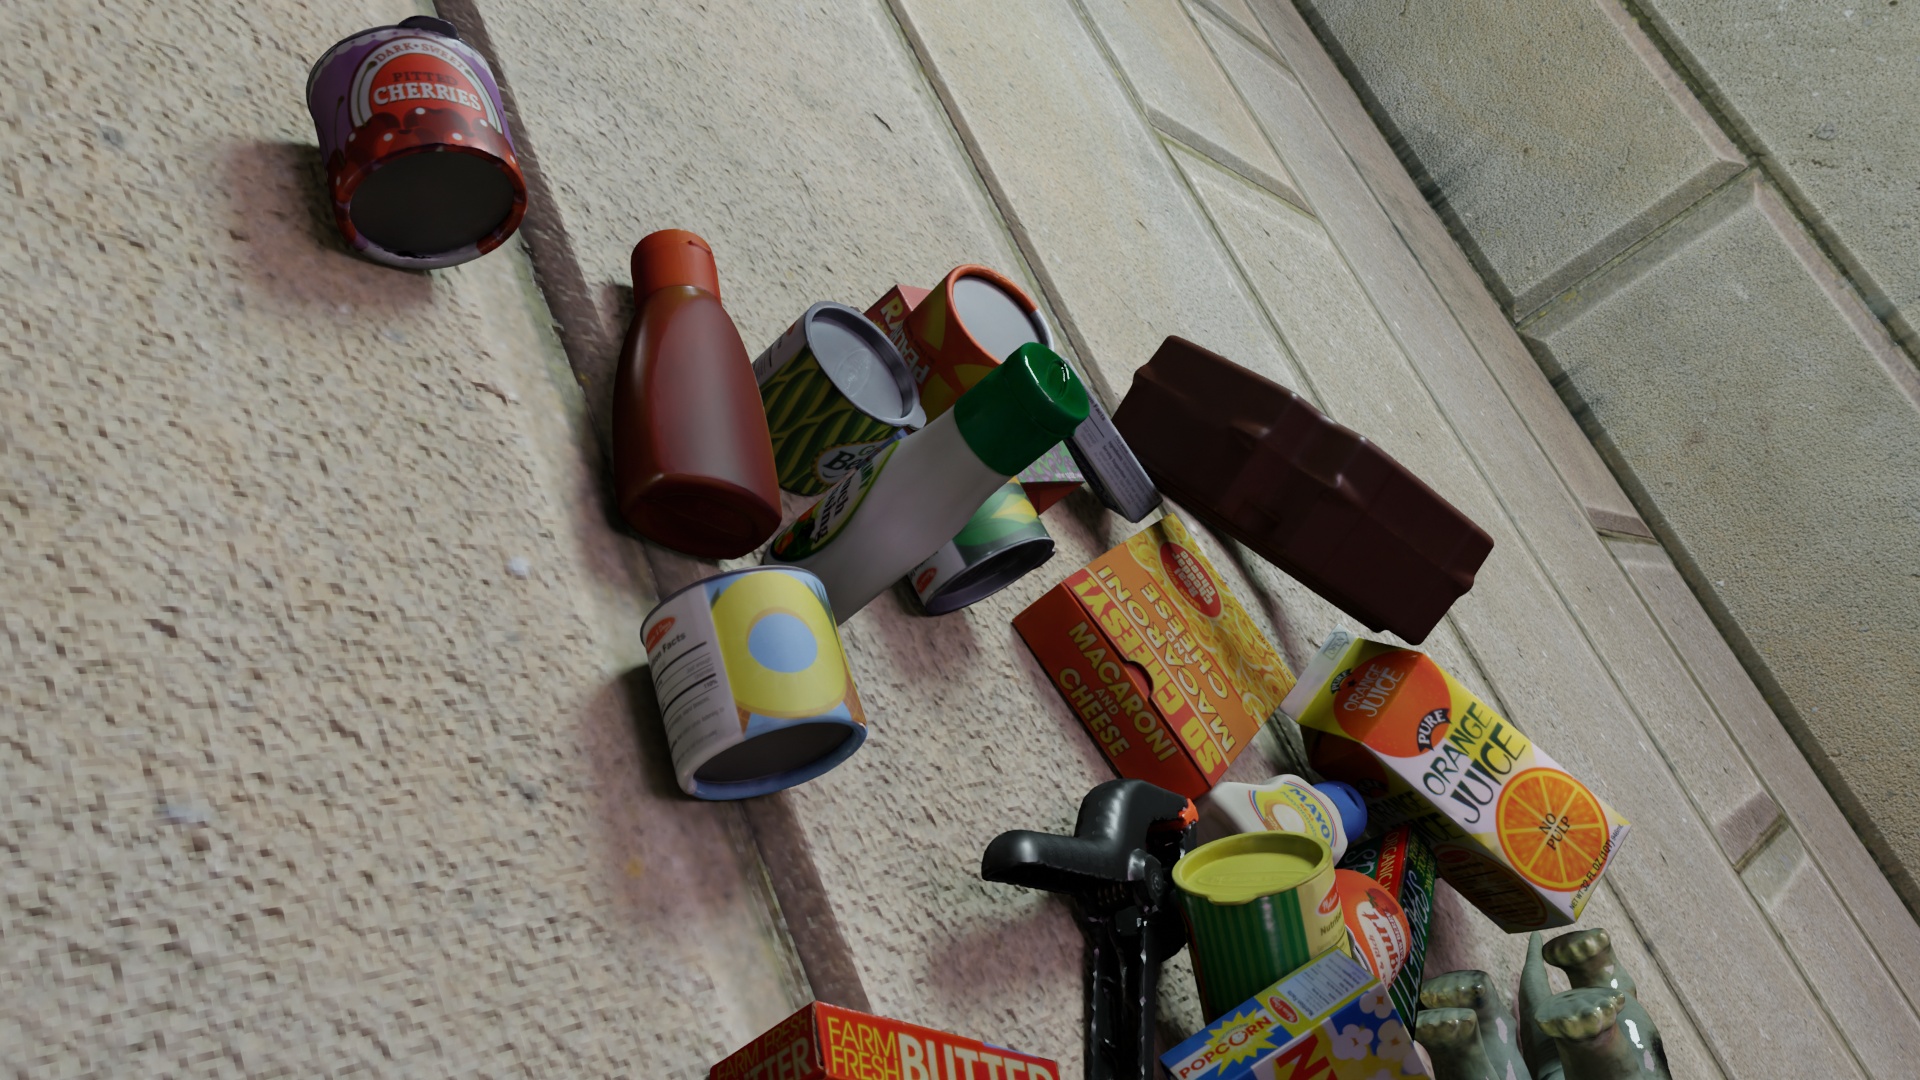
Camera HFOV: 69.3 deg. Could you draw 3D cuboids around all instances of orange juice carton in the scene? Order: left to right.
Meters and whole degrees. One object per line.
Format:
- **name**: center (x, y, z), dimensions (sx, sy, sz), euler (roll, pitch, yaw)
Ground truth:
- **orange juice carton**: center (0.276, 0.134, 0.802), dimensions (0.193, 0.072, 0.072), euler (40, 68, 6)

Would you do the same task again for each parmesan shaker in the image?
- **parmesan shaker**: center (0.129, 0.183, 0.577), dimensions (0.071, 0.071, 0.103), euler (-24, 103, -60)

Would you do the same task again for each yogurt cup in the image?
- **yogurt cup**: center (0.168, 0.186, 0.633), dimensions (0.054, 0.072, 0.072), euler (-21, 75, -45)

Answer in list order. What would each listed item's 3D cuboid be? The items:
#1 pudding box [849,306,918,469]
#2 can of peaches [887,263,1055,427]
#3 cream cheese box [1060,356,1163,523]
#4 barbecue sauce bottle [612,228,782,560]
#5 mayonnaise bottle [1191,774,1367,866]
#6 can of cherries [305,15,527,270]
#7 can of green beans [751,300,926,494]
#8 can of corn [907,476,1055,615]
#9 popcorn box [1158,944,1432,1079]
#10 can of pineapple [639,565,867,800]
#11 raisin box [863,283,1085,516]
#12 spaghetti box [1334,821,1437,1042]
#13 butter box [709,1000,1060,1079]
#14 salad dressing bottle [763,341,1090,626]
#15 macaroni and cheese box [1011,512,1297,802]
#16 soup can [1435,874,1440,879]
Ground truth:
- **pudding box**: center (-0.045, -0.070, 0.672), dimensions (0.083, 0.030, 0.050), euler (52, 28, -1)
- **can of peaches**: center (0.001, -0.089, 0.658), dimensions (0.071, 0.057, 0.071), euler (25, 45, -28)
- **cream cheese box**: center (0.073, -0.059, 0.796), dimensions (0.103, 0.024, 0.053), euler (53, -2, -18)
- **barbecue sauce bottle**: center (-0.111, -0.065, 0.563), dimensions (0.065, 0.043, 0.149), euler (24, 40, -41)
- **mayonnaise bottle**: center (0.168, 0.151, 0.722), dimensions (0.148, 0.041, 0.065), euler (1, 49, -54)
- **can of cherries**: center (-0.195, -0.142, 0.499), dimensions (0.071, 0.071, 0.058), euler (10, 51, -51)
- **can of green beans**: center (-0.061, -0.062, 0.614), dimensions (0.071, 0.057, 0.071), euler (35, 34, -28)
- **can of corn**: center (0.002, -0.008, 0.635), dimensions (0.071, 0.071, 0.058), euler (-4, 61, -56)
- **popcorn box**: center (0.144, 0.234, 0.530), dimensions (0.126, 0.085, 0.038), euler (62, -9, -9)
- **can of pineapple**: center (-0.069, 0.049, 0.475), dimensions (0.071, 0.070, 0.058), euler (13, 49, -49)
- **raisin box**: center (0.005, -0.072, 0.737), dimensions (0.086, 0.040, 0.123), euler (-5, 64, -56)
- **spaghetti box**: center (0.199, 0.219, 0.686), dimensions (0.028, 0.050, 0.251), euler (54, 29, -3)
- **butter box**: center (-0.021, 0.171, 0.426), dimensions (0.103, 0.053, 0.024), euler (29, 35, -36)
- **salad dressing bottle**: center (-0.015, -0.020, 0.543), dimensions (0.044, 0.147, 0.064), euler (44, 30, -16)
- **macaroni and cheese box**: center (0.109, 0.059, 0.740), dimensions (0.124, 0.040, 0.167), euler (54, 29, 6)
- **soup can**: center (0.299, 0.161, 0.876), dimensions (0.071, 0.071, 0.084), euler (-9, 67, -57)
